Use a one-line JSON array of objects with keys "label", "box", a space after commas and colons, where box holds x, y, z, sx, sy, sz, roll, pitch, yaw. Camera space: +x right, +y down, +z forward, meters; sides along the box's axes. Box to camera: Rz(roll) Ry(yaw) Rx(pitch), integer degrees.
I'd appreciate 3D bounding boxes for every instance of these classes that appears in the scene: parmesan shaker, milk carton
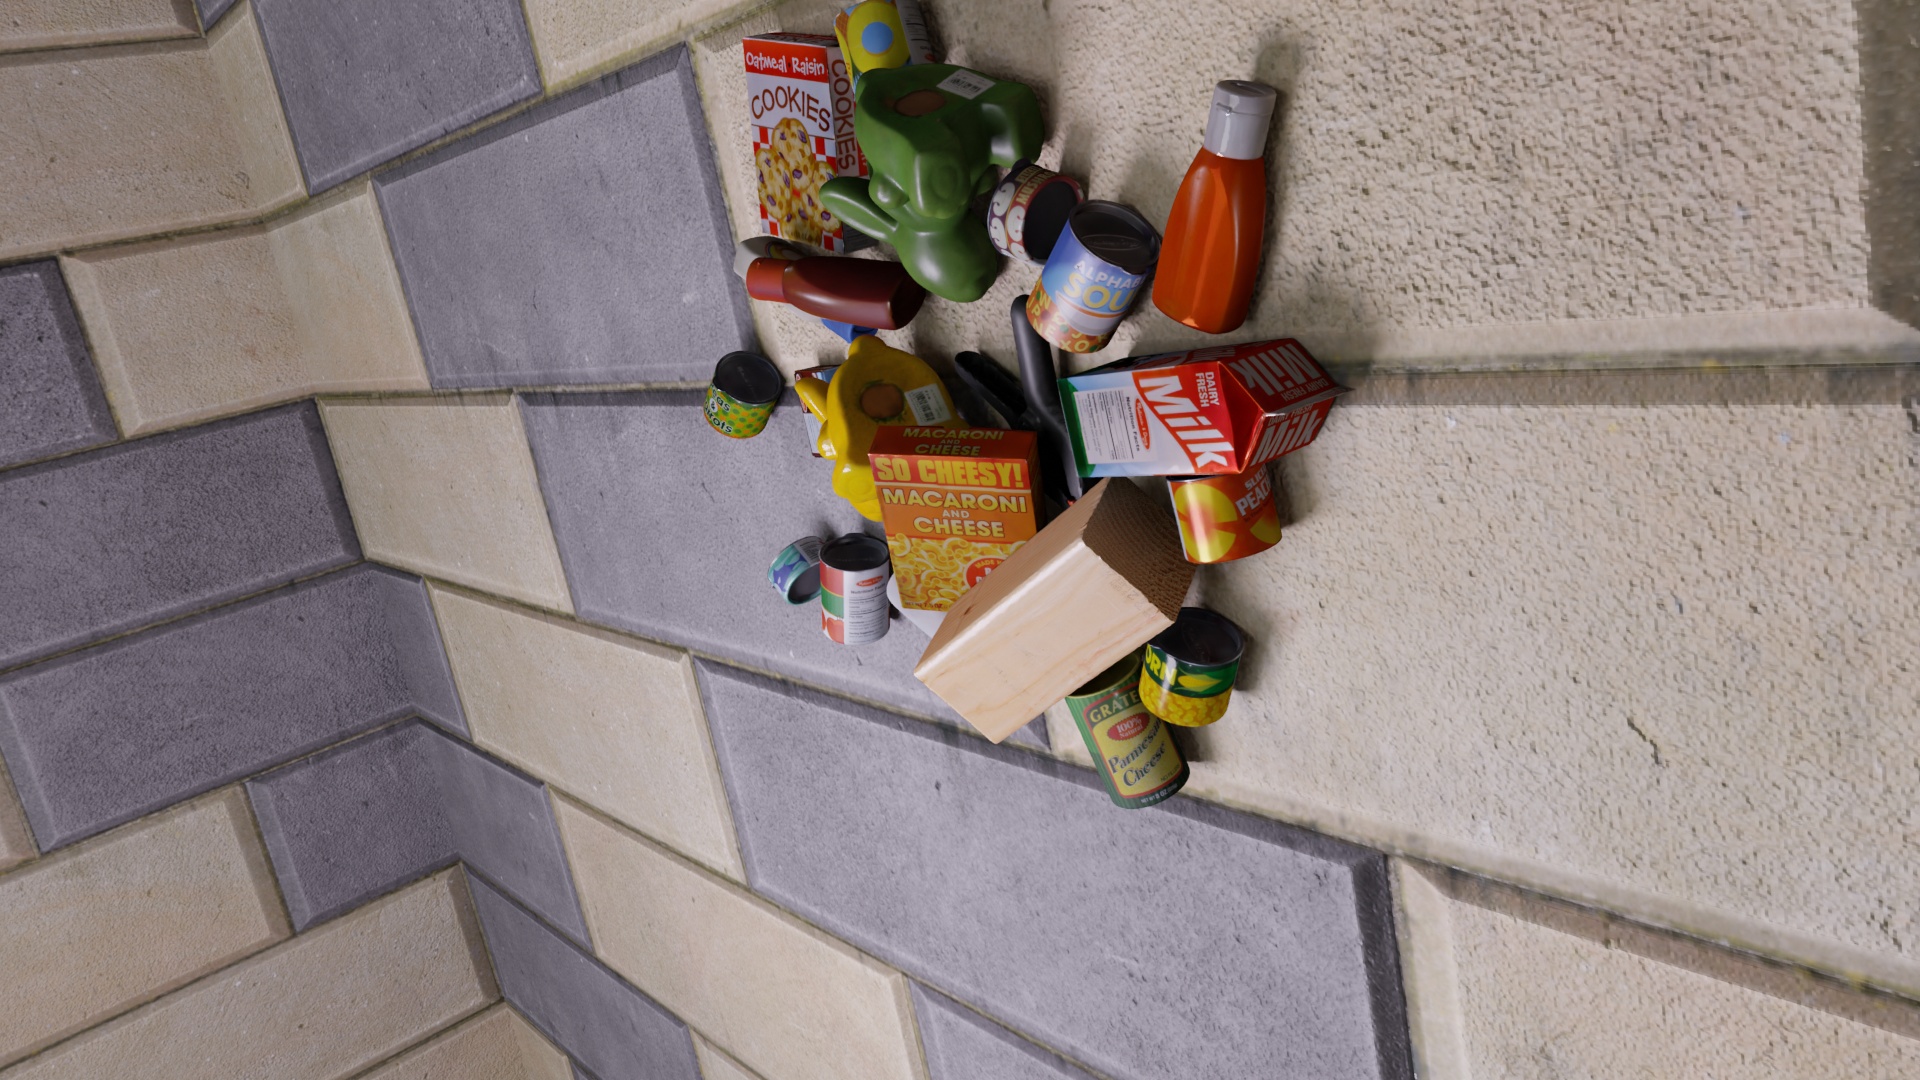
[{"label": "parmesan shaker", "box": [0.128, 0.141, 1.049, 0.071, 0.071, 0.103, -4, 116, 53]}, {"label": "milk carton", "box": [0.157, -0.085, 0.901, 0.190, 0.072, 0.073, 2, 108, 53]}]

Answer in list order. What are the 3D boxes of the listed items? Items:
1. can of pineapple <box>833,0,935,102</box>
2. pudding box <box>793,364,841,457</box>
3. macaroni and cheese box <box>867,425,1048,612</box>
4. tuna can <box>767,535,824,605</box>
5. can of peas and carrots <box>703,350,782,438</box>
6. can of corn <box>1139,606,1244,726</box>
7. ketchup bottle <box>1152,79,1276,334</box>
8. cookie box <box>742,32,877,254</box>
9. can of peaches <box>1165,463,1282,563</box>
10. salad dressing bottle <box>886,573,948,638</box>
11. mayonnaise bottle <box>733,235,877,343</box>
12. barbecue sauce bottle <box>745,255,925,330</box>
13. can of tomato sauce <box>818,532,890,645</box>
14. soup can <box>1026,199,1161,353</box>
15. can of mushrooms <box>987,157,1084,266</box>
[{"label": "can of pineapple", "box": [-0.058, -0.367, 1.037, 0.071, 0.071, 0.058, -9, 100, 54]}, {"label": "pudding box", "box": [-0.121, -0.119, 1.279, 0.049, 0.030, 0.083, 5, 111, 52]}, {"label": "macaroni and cheese box", "box": [0.004, -0.013, 1.076, 0.124, 0.040, 0.165, 3, 134, 14]}, {"label": "tuna can", "box": [-0.155, 0.032, 1.367, 0.033, 0.071, 0.070, 48, 140, 25]}, {"label": "can of peas and carrots", "box": [-0.215, -0.141, 1.354, 0.071, 0.071, 0.058, 55, 143, 18]}, {"label": "can of corn", "box": [0.161, 0.090, 0.986, 0.071, 0.071, 0.058, 36, 134, 37]}, {"label": "ketchup bottle", "box": [0.160, -0.206, 0.859, 0.065, 0.044, 0.148, 36, 133, 36]}, {"label": "cookie box", "box": [-0.126, -0.336, 1.167, 0.123, 0.040, 0.166, 25, 127, 44]}, {"label": "can of peaches", "box": [0.176, -0.022, 0.914, 0.071, 0.071, 0.058, 0, 107, 52]}, {"label": "salad dressing bottle", "box": [0.002, 0.075, 1.197, 0.148, 0.064, 0.043, 41, 115, 22]}, {"label": "mayonnaise bottle", "box": [-0.132, -0.219, 1.217, 0.148, 0.065, 0.041, 37, 122, 30]}, {"label": "barbecue sauce bottle", "box": [-0.106, -0.209, 1.146, 0.148, 0.065, 0.043, 12, 136, 25]}, {"label": "can of tomato sauce", "box": [-0.099, 0.046, 1.305, 0.071, 0.071, 0.082, 30, 130, 40]}, {"label": "soup can", "box": [0.090, -0.176, 0.944, 0.071, 0.071, 0.083, 52, 142, 21]}, {"label": "can of mushrooms", "box": [0.053, -0.228, 0.966, 0.033, 0.071, 0.070, 31, 130, 39]}]
